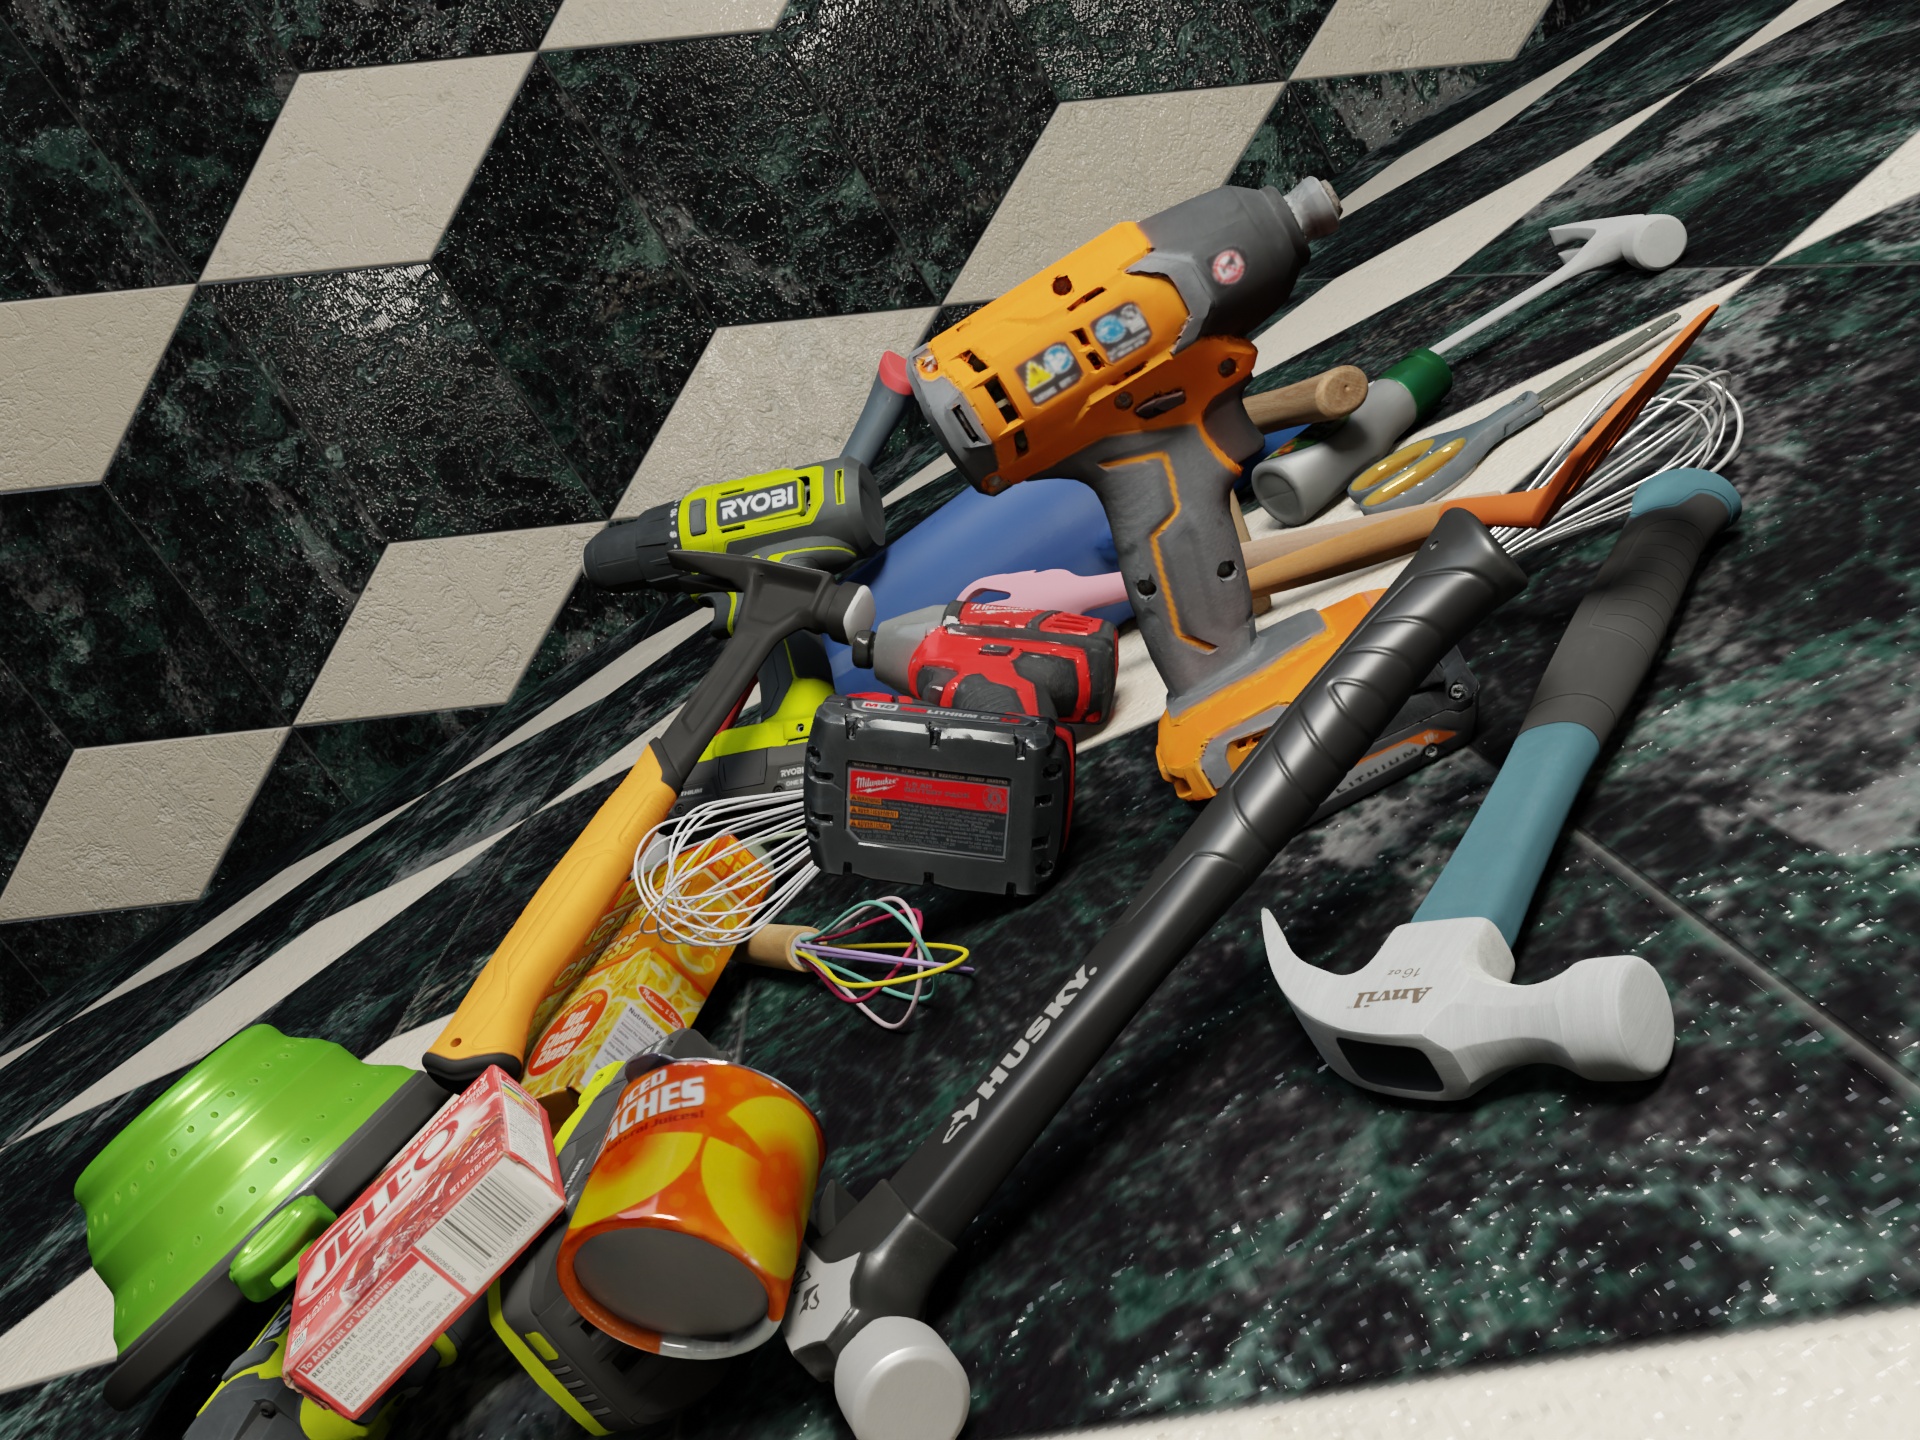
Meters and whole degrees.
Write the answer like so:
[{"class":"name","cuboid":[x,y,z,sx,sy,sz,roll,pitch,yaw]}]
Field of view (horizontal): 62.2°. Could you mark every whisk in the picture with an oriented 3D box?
[{"class":"whisk","cuboid":[0.232,-0.074,0.691,0.246,0.058,0.059,-35,-20,2]},{"class":"whisk","cuboid":[-0.053,0.042,0.808,0.070,0.070,0.284,-20,5,42]},{"class":"whisk","cuboid":[-0.066,0.106,0.731,0.047,0.051,0.245,-46,15,-23]}]

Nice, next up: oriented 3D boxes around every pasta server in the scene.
[{"class":"pasta server","cuboid":[0.128,-0.078,0.849,0.316,0.060,0.040,-11,-18,26]}]

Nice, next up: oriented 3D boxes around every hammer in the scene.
[{"class":"hammer","cuboid":[0.277,-0.223,1.082,0.405,0.035,0.144,-31,15,9]},{"class":"hammer","cuboid":[0.063,0.060,0.497,0.335,0.035,0.146,-48,16,-10]},{"class":"hammer","cuboid":[-0.170,0.040,0.813,0.127,0.034,0.337,13,53,22]},{"class":"hammer","cuboid":[-0.125,-0.069,1.064,0.386,0.038,0.143,-62,5,-5]},{"class":"hammer","cuboid":[0.201,0.001,0.522,0.128,0.033,0.331,-16,22,45]},{"class":"hammer","cuboid":[0.178,-0.199,1.067,0.130,0.031,0.331,-36,12,-11]}]

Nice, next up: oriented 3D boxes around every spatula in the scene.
[{"class":"spatula","cuboid":[0.188,-0.088,0.671,0.081,0.041,0.322,-44,10,-18]}]

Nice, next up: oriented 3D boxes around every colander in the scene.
[{"class":"colander","cuboid":[-0.314,0.193,0.684,0.204,0.094,0.397,-46,5,-26]}]

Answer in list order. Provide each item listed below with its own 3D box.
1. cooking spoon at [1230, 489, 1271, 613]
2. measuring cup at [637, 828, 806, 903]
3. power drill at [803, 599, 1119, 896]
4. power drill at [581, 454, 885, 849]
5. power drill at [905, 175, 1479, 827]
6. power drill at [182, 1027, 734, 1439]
[{"class":"cooking spoon","cuboid":[0.151,-0.160,0.974,0.068,0.017,0.319,-54,24,31]},{"class":"measuring cup","cuboid":[-0.098,0.082,0.890,0.167,0.038,0.083,-13,-6,5]},{"class":"power drill","cuboid":[-0.001,-0.002,0.779,0.143,0.078,0.220,6,23,8]},{"class":"power drill","cuboid":[-0.138,-0.041,0.955,0.190,0.229,0.080,-11,-24,13]},{"class":"power drill","cuboid":[0.105,-0.080,0.598,0.164,0.226,0.084,-30,15,12]},{"class":"power drill","cuboid":[-0.173,0.211,0.558,0.223,0.080,0.171,-31,15,23]}]
